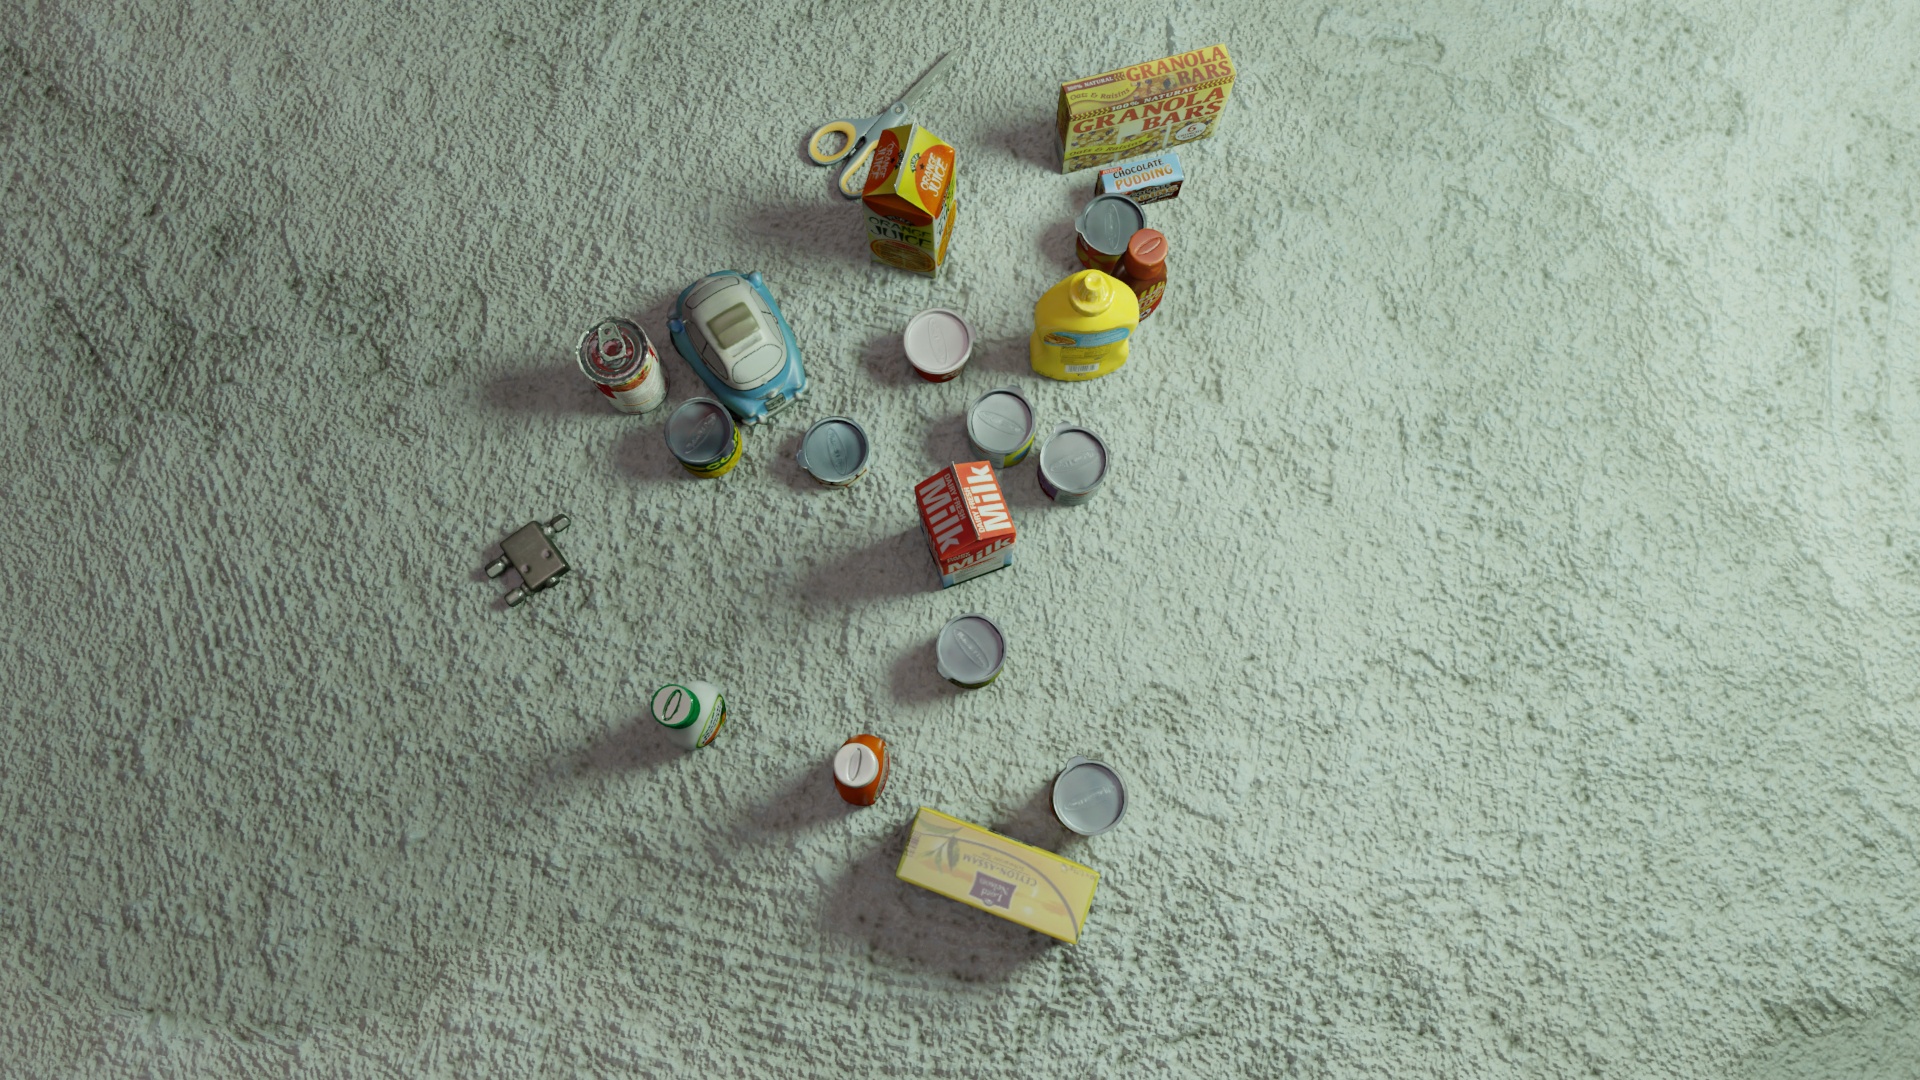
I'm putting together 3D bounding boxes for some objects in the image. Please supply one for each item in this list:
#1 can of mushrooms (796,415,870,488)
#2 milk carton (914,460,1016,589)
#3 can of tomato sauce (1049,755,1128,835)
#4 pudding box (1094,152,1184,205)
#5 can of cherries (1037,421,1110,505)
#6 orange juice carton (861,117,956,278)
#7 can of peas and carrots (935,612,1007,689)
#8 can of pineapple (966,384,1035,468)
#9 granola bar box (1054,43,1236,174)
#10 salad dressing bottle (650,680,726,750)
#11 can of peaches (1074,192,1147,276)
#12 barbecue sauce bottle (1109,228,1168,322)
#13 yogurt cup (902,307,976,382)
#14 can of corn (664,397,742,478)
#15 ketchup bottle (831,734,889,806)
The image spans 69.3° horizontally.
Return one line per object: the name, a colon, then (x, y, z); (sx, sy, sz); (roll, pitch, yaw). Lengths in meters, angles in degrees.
can of mushrooms: (-0.123, -0.085, 1.353); (0.071, 0.033, 0.071); (0, 78, 0)
milk carton: (0.004, -0.016, 1.257); (0.073, 0.190, 0.072); (-20, 79, -4)
can of tomato sauce: (0.113, 0.232, 1.258); (0.071, 0.083, 0.071); (0, 78, 0)
pudding box: (0.180, -0.361, 1.404); (0.084, 0.049, 0.030); (-13, 78, -2)
can of cherries: (0.108, -0.074, 1.337); (0.071, 0.058, 0.071); (0, 78, 0)
orange juice carton: (-0.048, -0.326, 1.324); (0.073, 0.192, 0.072); (16, 79, 4)
can of peas and carrots: (0.009, 0.106, 1.298); (0.071, 0.058, 0.071); (0, 78, 0)
can of pineapple: (0.040, -0.109, 1.345); (0.071, 0.057, 0.071); (0, 78, 0)
granola bar box: (0.179, -0.428, 1.380); (0.166, 0.124, 0.039); (-15, 79, -3)
salad dressing bottle: (-0.244, 0.154, 1.243); (0.044, 0.147, 0.064); (22, 79, 5)
can of peaches: (0.148, -0.305, 1.387); (0.071, 0.058, 0.071); (0, 78, 0)
barbecue sauce bottle: (0.170, -0.252, 1.330); (0.065, 0.148, 0.044); (-32, 80, -6)
yogurt cup: (-0.022, -0.189, 1.365); (0.072, 0.054, 0.072); (0, 78, 0)
can of corn: (-0.245, -0.097, 1.343); (0.071, 0.058, 0.071); (0, 78, 0)
ketchup bottle: (-0.089, 0.202, 1.232); (0.043, 0.148, 0.065); (11, 79, 3)
